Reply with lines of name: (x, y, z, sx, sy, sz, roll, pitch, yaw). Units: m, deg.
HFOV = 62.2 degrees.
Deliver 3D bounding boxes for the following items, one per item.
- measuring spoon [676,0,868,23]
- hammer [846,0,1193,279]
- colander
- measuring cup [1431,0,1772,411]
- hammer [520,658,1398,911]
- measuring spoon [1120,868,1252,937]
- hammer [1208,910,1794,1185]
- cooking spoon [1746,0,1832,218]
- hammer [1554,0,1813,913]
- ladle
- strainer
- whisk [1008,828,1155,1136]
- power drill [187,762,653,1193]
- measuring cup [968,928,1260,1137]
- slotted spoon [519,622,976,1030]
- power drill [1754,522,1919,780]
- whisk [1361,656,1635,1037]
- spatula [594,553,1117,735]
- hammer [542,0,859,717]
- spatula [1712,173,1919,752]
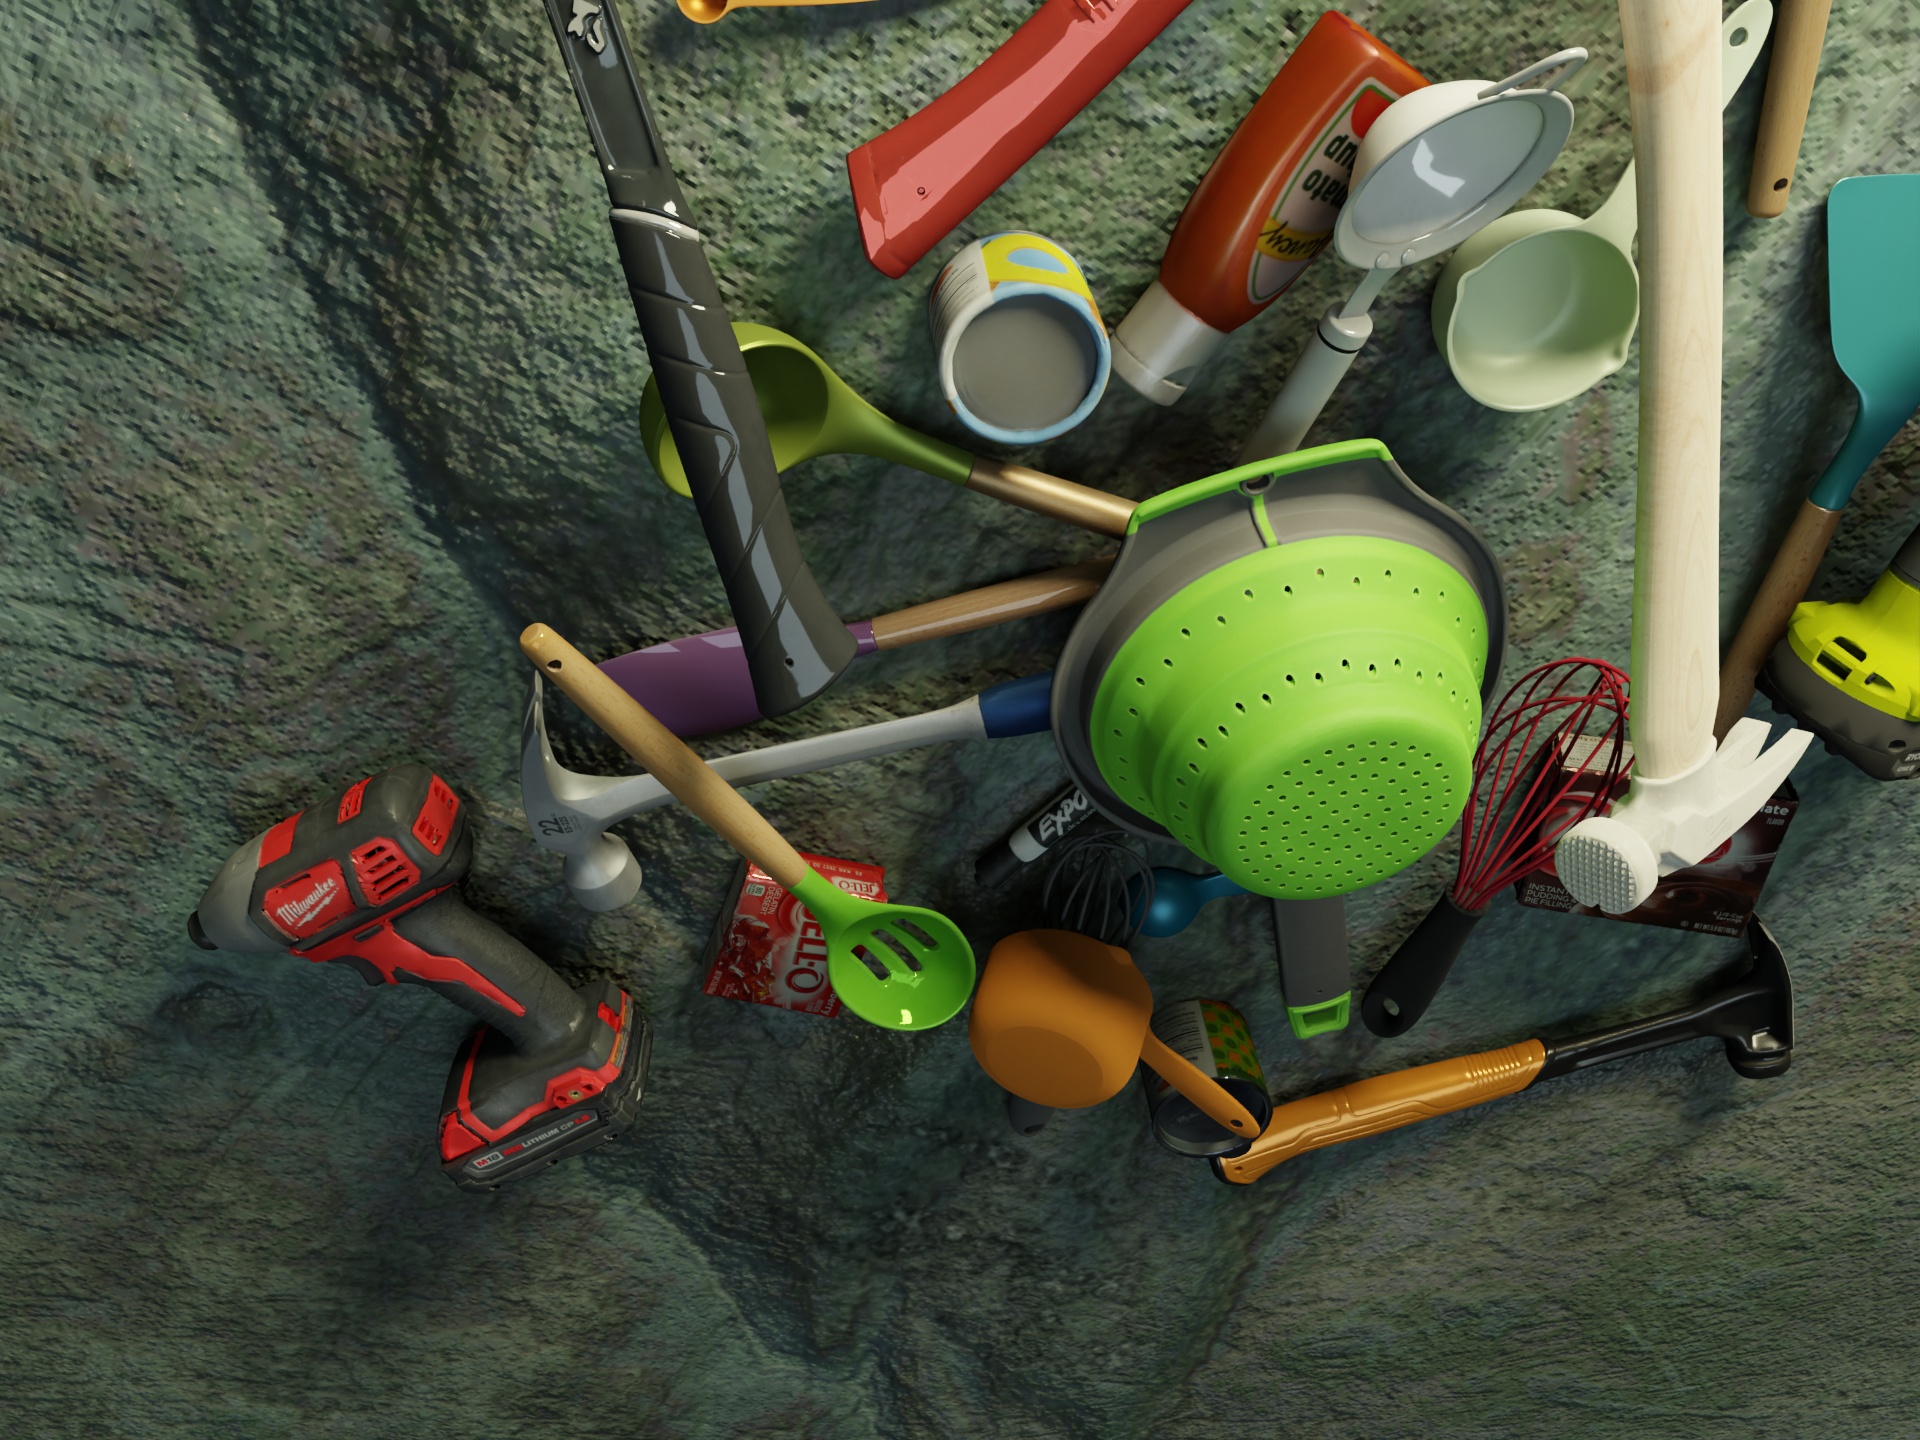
measuring spoon: (-0.042, -0.263, 0.558, 0.117, 0.011, 0.021, -10, 126, -3)
hammer: (0.102, -0.279, 0.542, 0.359, 0.037, 0.149, -40, 120, 21)
colander: (0.164, 0.063, 0.724, 0.204, 0.095, 0.396, -16, 135, 2)
measuring cup: (0.246, -0.200, 0.613, 0.083, 0.038, 0.167, 20, 120, -19)
hammer: (-0.001, -0.002, 0.722, 0.405, 0.035, 0.143, -12, 141, 1)
measuring spoon: (0.147, 0.089, 0.822, 0.128, 0.021, 0.042, -14, 126, 6)
hammer: (0.302, 0.200, 0.911, 0.337, 0.034, 0.127, -18, 126, 8)
cooking spoon: (0.301, -0.327, 0.536, 0.068, 0.017, 0.318, -13, 126, -7)
hammer: (0.269, -0.132, 0.585, 0.146, 0.038, 0.410, -29, 120, -30)
ladle: (0.028, -0.087, 0.650, 0.320, 0.062, 0.078, 16, 132, -13)
strainer: (0.146, -0.155, 0.598, 0.087, 0.050, 0.258, -13, 153, -25)
whisk: (0.057, 0.146, 0.846, 0.055, 0.055, 0.238, 5, 130, -9)
power drill: (-0.263, 0.129, 0.784, 0.143, 0.079, 0.219, -25, 122, 13)
measuring cup: (0.080, 0.176, 0.794, 0.173, 0.052, 0.095, 38, 133, -10)
slotted spoon: (-0.088, 0.054, 0.713, 0.070, 0.031, 0.313, -34, 132, 8)
power drill: (0.461, -0.091, 0.675, 0.190, 0.080, 0.228, -5, 129, -27)
whisk: (0.257, 0.075, 0.783, 0.073, 0.073, 0.295, 4, 138, -8)
spatula: (-0.013, -0.043, 0.714, 0.316, 0.018, 0.059, -14, 134, 6)
hammer: (-0.115, -0.186, 0.536, 0.149, 0.036, 0.408, -13, 113, 6)
spatula: (0.378, -0.083, 0.720, 0.082, 0.044, 0.317, 0, 131, -6)
